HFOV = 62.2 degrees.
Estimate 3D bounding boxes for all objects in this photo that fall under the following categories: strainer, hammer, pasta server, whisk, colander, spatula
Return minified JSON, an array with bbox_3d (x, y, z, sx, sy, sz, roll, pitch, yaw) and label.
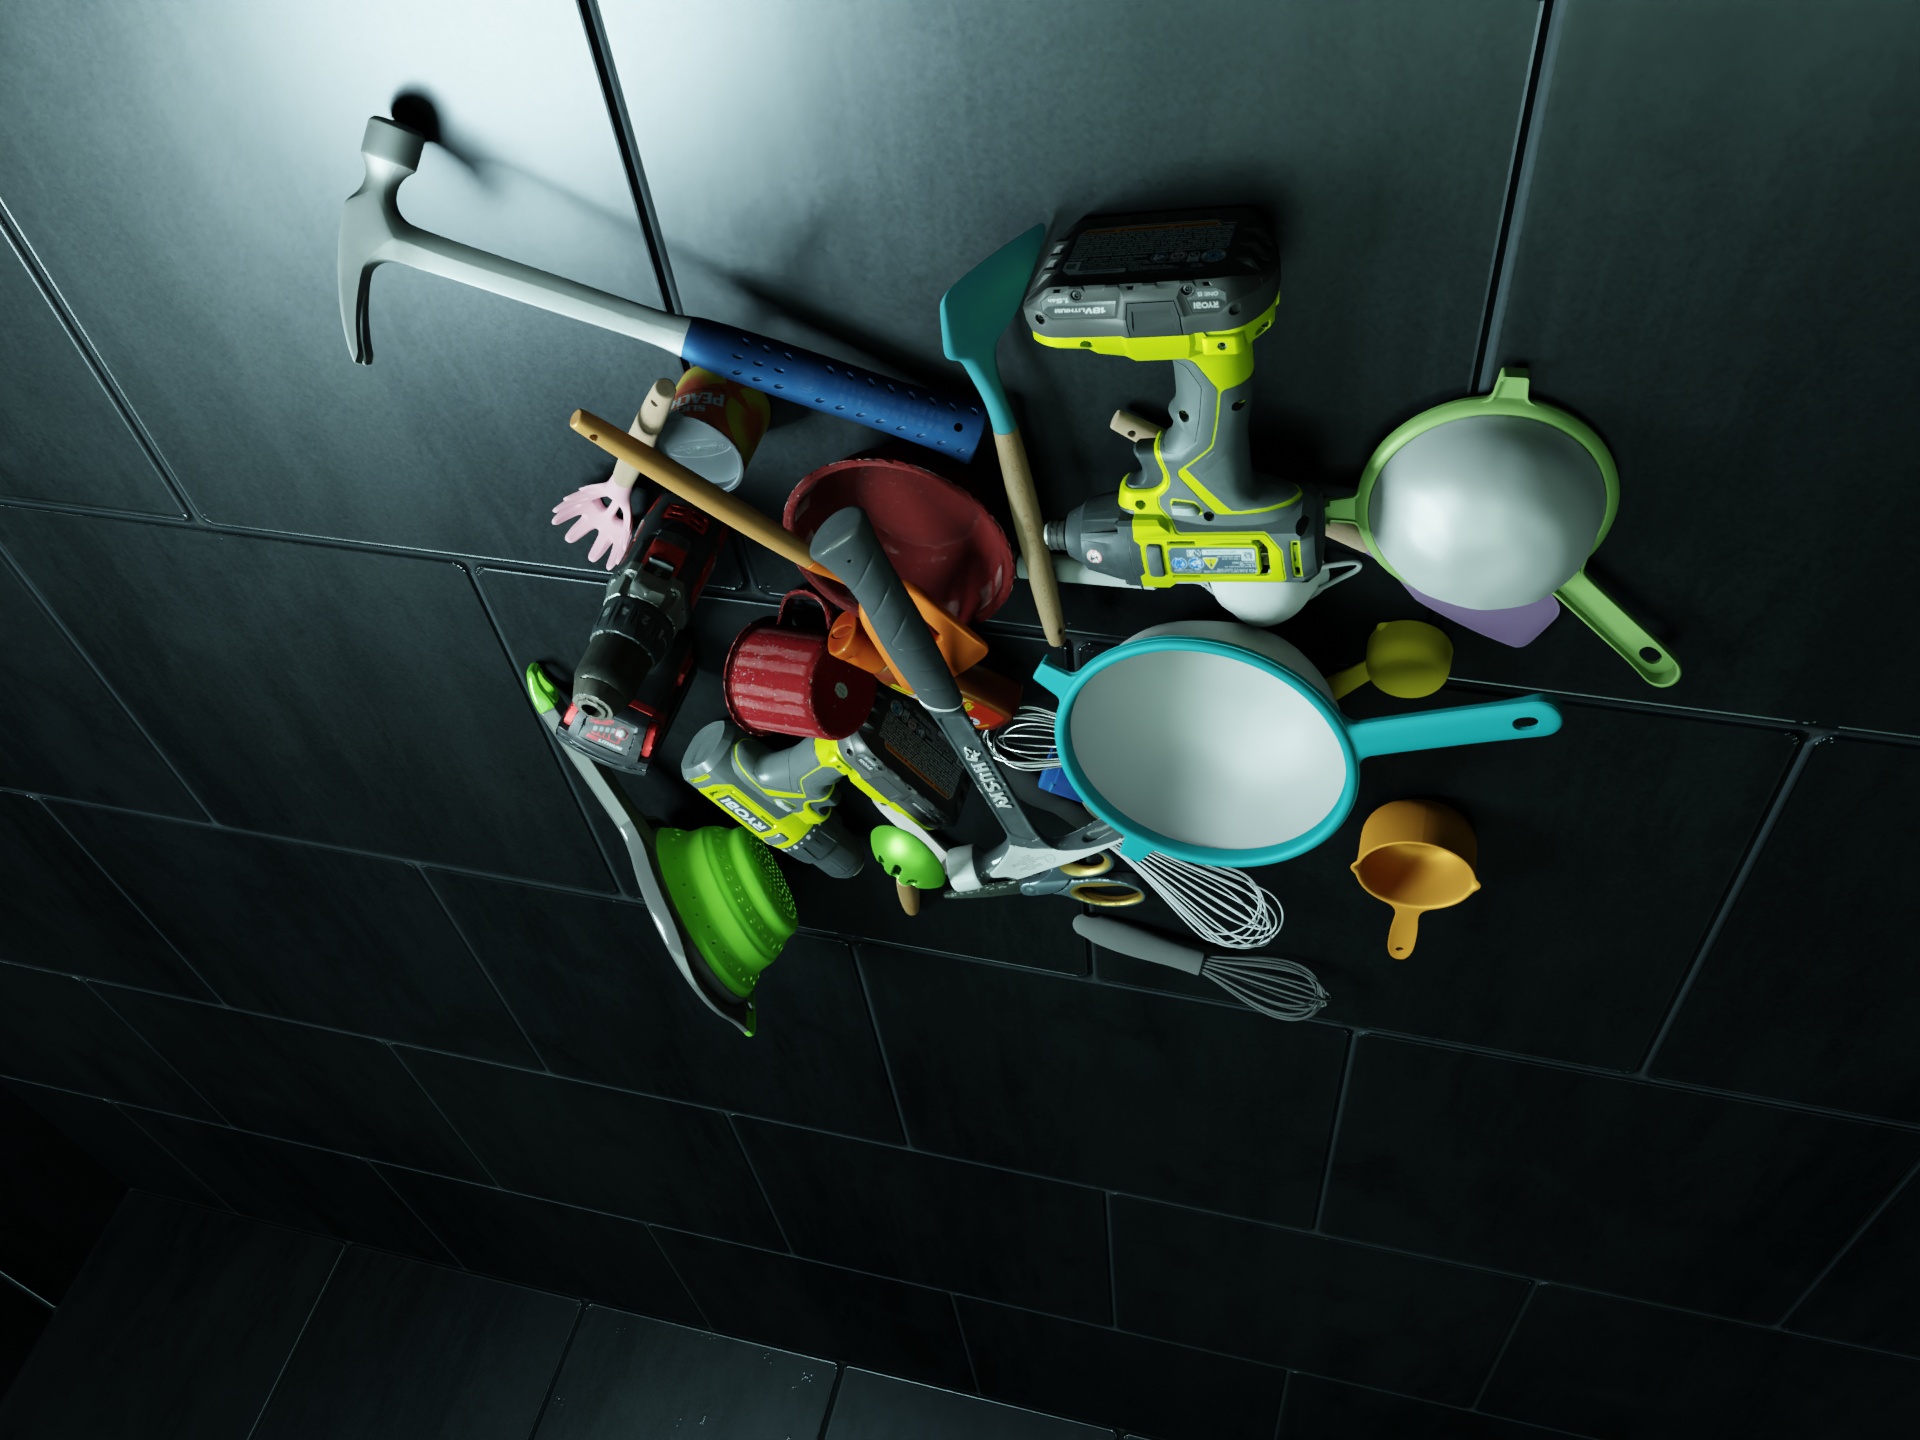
[{"bbox_3d":[0.136,-0.095,1.072,0.258,0.050,0.086,7,156,20],"label":"strainer"},{"bbox_3d":[-0.002,-0.004,1.119,0.149,0.036,0.408,-13,140,15],"label":"hammer"},{"bbox_3d":[-0.224,-0.163,1.055,0.060,0.040,0.316,40,162,-10],"label":"pasta server"},{"bbox_3d":[0.216,0.216,1.432,0.239,0.055,0.055,17,144,10],"label":"whisk"},{"bbox_3d":[-0.249,0.099,1.432,0.094,0.205,0.396,-28,113,3],"label":"colander"},{"bbox_3d":[0.350,-0.082,0.954,0.256,0.069,0.151,36,133,-19],"label":"strainer"},{"bbox_3d":[0.144,0.108,1.313,0.284,0.070,0.070,32,142,-9],"label":"whisk"},{"bbox_3d":[0.234,-0.009,1.087,0.340,0.095,0.210,-8,127,29],"label":"strainer"},{"bbox_3d":[0.040,-0.159,0.999,0.044,0.082,0.317,31,152,38],"label":"spatula"},{"bbox_3d":[0.136,0.021,1.212,0.246,0.059,0.057,4,129,11],"label":"whisk"},{"bbox_3d":[-0.182,-0.235,0.985,0.405,0.035,0.144,17,99,-7],"label":"hammer"},{"bbox_3d":[0.238,-0.125,1.005,0.316,0.018,0.059,24,136,-9],"label":"spatula"},{"bbox_3d":[-0.115,-0.109,1.028,0.081,0.041,0.322,-27,139,36],"label":"spatula"}]

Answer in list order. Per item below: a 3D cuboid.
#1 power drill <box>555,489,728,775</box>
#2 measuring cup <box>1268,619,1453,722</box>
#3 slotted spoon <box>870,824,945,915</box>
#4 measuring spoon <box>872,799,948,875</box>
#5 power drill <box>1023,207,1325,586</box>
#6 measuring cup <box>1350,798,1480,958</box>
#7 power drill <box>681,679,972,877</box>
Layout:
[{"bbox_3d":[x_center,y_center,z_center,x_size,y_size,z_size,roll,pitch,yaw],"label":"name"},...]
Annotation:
[{"bbox_3d":[-0.242,-0.044,1.176,0.080,0.188,0.226,24,147,-6],"label":"power drill"},{"bbox_3d":[0.274,-0.021,1.112,0.062,0.029,0.156,35,139,-21],"label":"measuring cup"},{"bbox_3d":[-0.044,0.141,1.368,0.070,0.031,0.313,33,167,8],"label":"slotted spoon"},{"bbox_3d":[-0.031,0.099,1.412,0.124,0.018,0.034,42,136,-18],"label":"measuring spoon"},{"bbox_3d":[0.117,-0.174,0.925,0.171,0.080,0.223,2,135,20],"label":"power drill"},{"bbox_3d":[0.354,0.125,1.248,0.095,0.052,0.173,8,144,14],"label":"measuring cup"},{"bbox_3d":[-0.099,0.057,1.334,0.228,0.080,0.190,-18,130,42],"label":"power drill"}]
